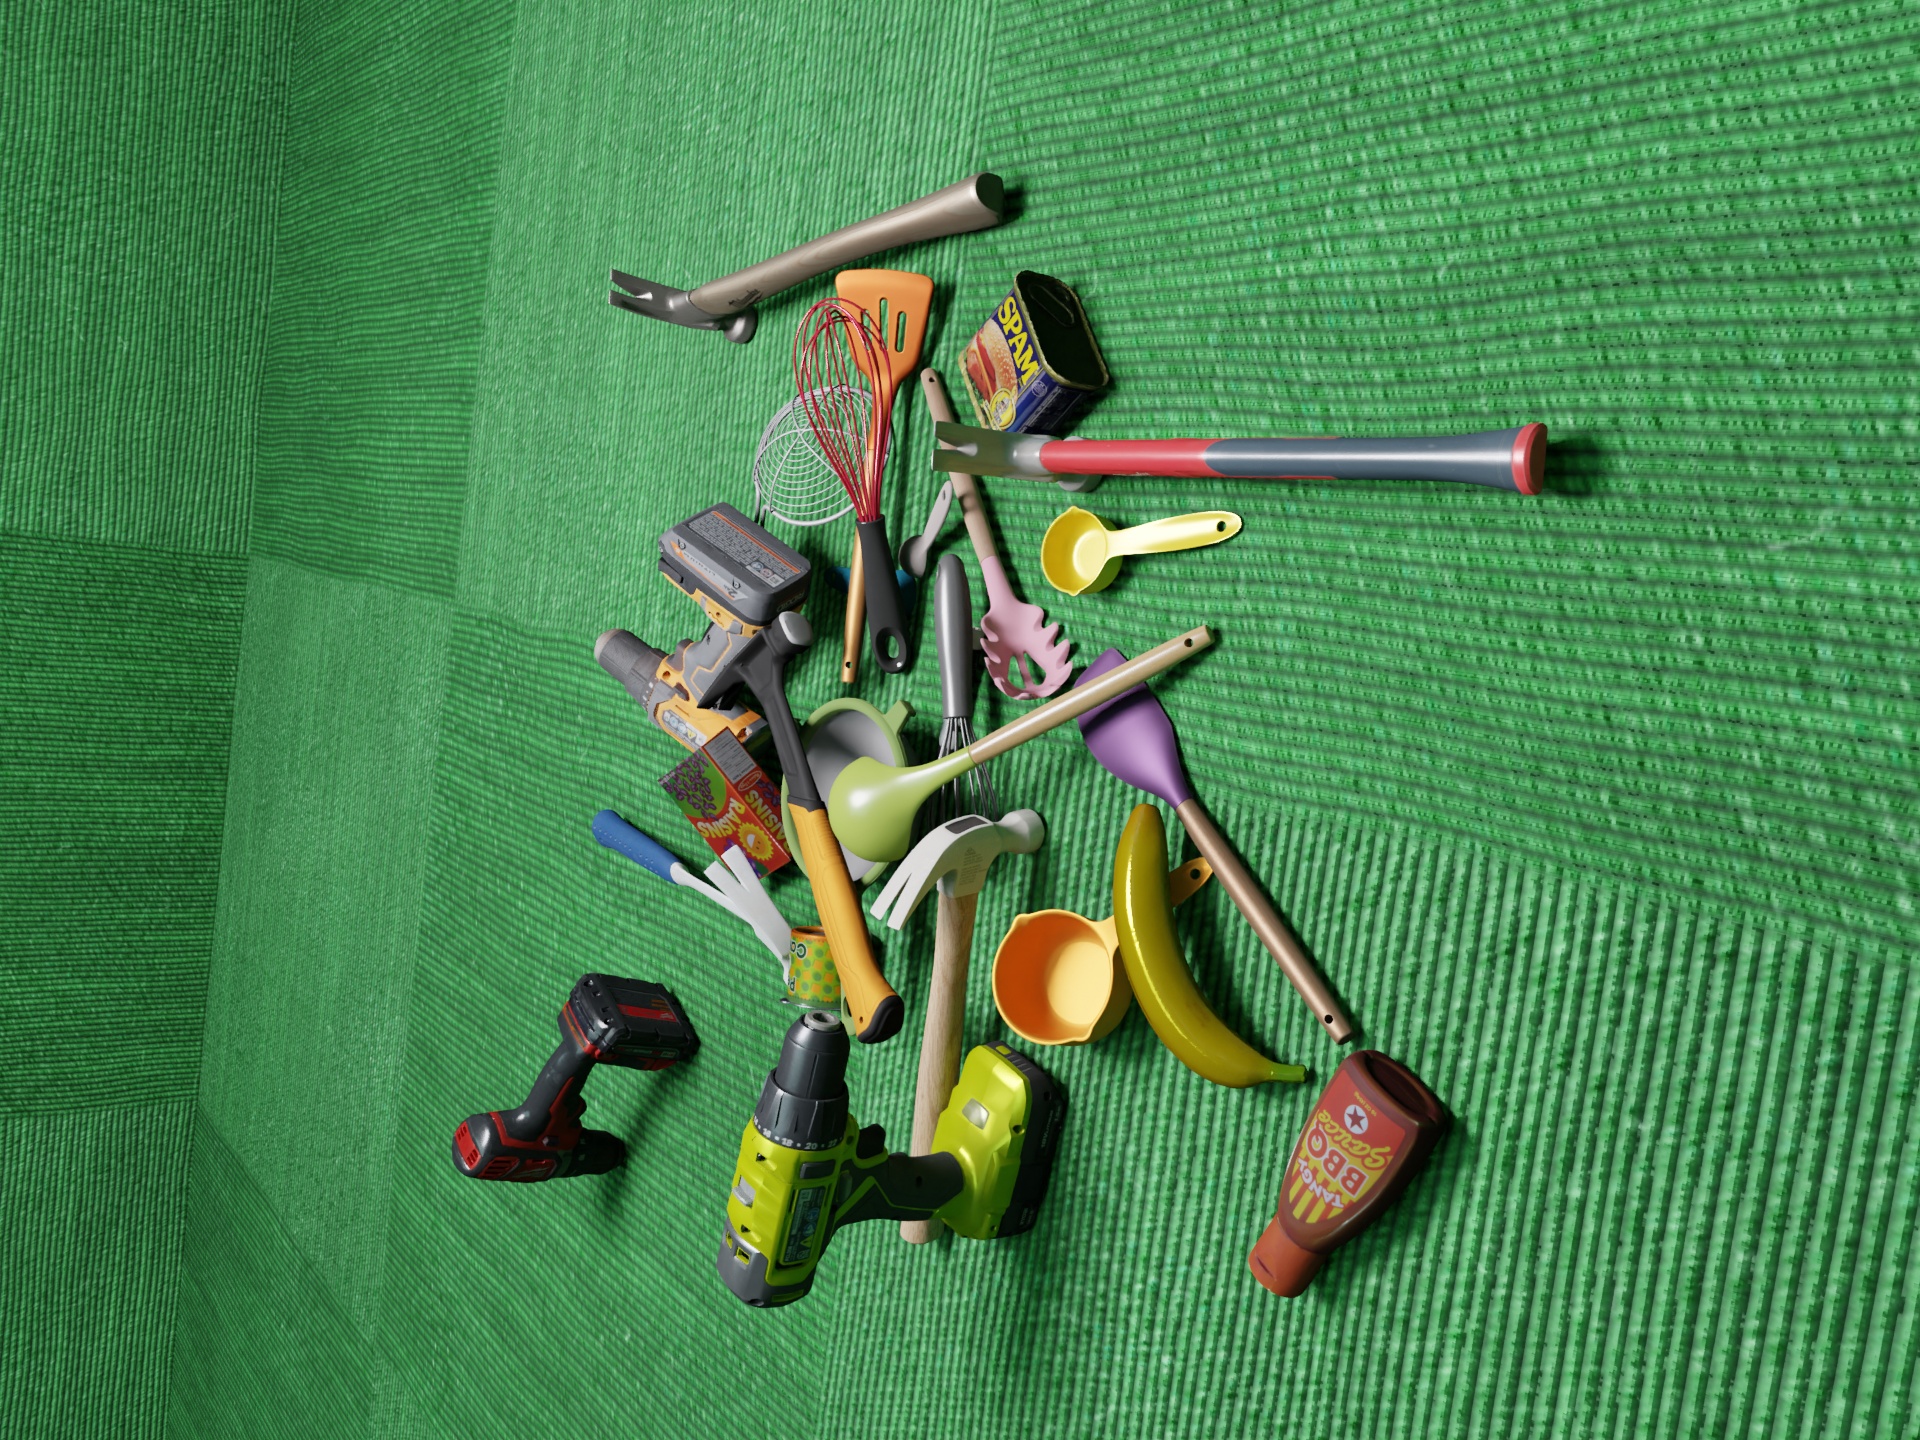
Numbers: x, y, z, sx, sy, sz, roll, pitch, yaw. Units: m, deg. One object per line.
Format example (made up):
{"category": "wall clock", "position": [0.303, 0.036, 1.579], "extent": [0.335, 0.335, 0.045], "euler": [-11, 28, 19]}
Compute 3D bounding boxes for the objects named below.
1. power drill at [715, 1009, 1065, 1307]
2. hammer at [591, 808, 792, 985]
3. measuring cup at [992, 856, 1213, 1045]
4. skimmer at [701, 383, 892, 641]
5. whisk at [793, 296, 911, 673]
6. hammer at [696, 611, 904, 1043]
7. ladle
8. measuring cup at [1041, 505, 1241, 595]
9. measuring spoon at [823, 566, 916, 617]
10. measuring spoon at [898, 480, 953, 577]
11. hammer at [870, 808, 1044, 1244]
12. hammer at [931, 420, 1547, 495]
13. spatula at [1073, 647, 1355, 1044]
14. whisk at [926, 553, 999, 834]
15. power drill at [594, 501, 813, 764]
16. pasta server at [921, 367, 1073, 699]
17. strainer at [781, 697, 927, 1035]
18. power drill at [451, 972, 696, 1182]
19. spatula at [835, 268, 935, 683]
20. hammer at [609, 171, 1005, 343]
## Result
{"category": "power drill", "position": [-0.044, 0.279, 1.059], "extent": [0.080, 0.228, 0.190], "euler": [28, 109, 49]}
{"category": "hammer", "position": [-0.253, 0.138, 1.451], "extent": [0.406, 0.035, 0.144], "euler": [17, 142, 56]}
{"category": "measuring cup", "position": [0.103, 0.146, 1.040], "extent": [0.173, 0.052, 0.095], "euler": [-38, 61, 14]}
{"category": "skimmer", "position": [-0.163, -0.137, 1.405], "extent": [0.127, 0.090, 0.363], "euler": [60, 141, 29]}
{"category": "whisk", "position": [-0.073, -0.172, 1.208], "extent": [0.073, 0.073, 0.295], "euler": [21, 128, 50]}
{"category": "hammer", "position": [-0.115, 0.088, 1.208], "extent": [0.127, 0.034, 0.337], "euler": [-41, 59, 36]}
{"category": "ladle", "position": [0.036, 0.012, 1.085], "extent": [0.320, 0.062, 0.078], "euler": [-28, 80, 25]}
{"category": "measuring cup", "position": [0.123, -0.117, 1.055], "extent": [0.156, 0.029, 0.062], "euler": [-5, 83, 39]}
{"category": "measuring spoon", "position": [-0.082, -0.110, 1.304], "extent": [0.129, 0.021, 0.042], "euler": [20, 103, 49]}
{"category": "measuring spoon", "position": [-0.028, -0.147, 1.210], "extent": [0.124, 0.018, 0.034], "euler": [123, 141, -61]}
{"category": "hammer", "position": [-0.014, 0.227, 1.138], "extent": [0.031, 0.130, 0.331], "euler": [24, 114, 45]}
{"category": "hammer", "position": [0.154, -0.156, 0.936], "extent": [0.386, 0.143, 0.038], "euler": [10, 98, 47]}
{"category": "spatula", "position": [0.152, 0.074, 0.998], "extent": [0.059, 0.018, 0.316], "euler": [-48, 50, 21]}
{"category": "whisk", "position": [-0.001, -0.004, 1.164], "extent": [0.055, 0.055, 0.239], "euler": [-7, 84, 51]}
{"category": "power drill", "position": [-0.229, -0.077, 1.369], "extent": [0.185, 0.084, 0.226], "euler": [36, 133, 15]}
{"category": "pasta server", "position": [0.015, -0.144, 1.175], "extent": [0.040, 0.060, 0.316], "euler": [91, 165, -61]}
{"category": "strainer", "position": [-0.067, 0.111, 1.231], "extent": [0.151, 0.069, 0.256], "euler": [-9, 82, 46]}
{"category": "power drill", "position": [-0.351, 0.354, 1.514], "extent": [0.226, 0.187, 0.080], "euler": [-50, 53, 13]}
{"category": "spatula", "position": [-0.073, -0.190, 1.258], "extent": [0.081, 0.041, 0.322], "euler": [7, 92, 11]}
{"category": "hammer", "position": [-0.126, -0.382, 1.305], "extent": [0.411, 0.146, 0.038], "euler": [-3, 84, 47]}
